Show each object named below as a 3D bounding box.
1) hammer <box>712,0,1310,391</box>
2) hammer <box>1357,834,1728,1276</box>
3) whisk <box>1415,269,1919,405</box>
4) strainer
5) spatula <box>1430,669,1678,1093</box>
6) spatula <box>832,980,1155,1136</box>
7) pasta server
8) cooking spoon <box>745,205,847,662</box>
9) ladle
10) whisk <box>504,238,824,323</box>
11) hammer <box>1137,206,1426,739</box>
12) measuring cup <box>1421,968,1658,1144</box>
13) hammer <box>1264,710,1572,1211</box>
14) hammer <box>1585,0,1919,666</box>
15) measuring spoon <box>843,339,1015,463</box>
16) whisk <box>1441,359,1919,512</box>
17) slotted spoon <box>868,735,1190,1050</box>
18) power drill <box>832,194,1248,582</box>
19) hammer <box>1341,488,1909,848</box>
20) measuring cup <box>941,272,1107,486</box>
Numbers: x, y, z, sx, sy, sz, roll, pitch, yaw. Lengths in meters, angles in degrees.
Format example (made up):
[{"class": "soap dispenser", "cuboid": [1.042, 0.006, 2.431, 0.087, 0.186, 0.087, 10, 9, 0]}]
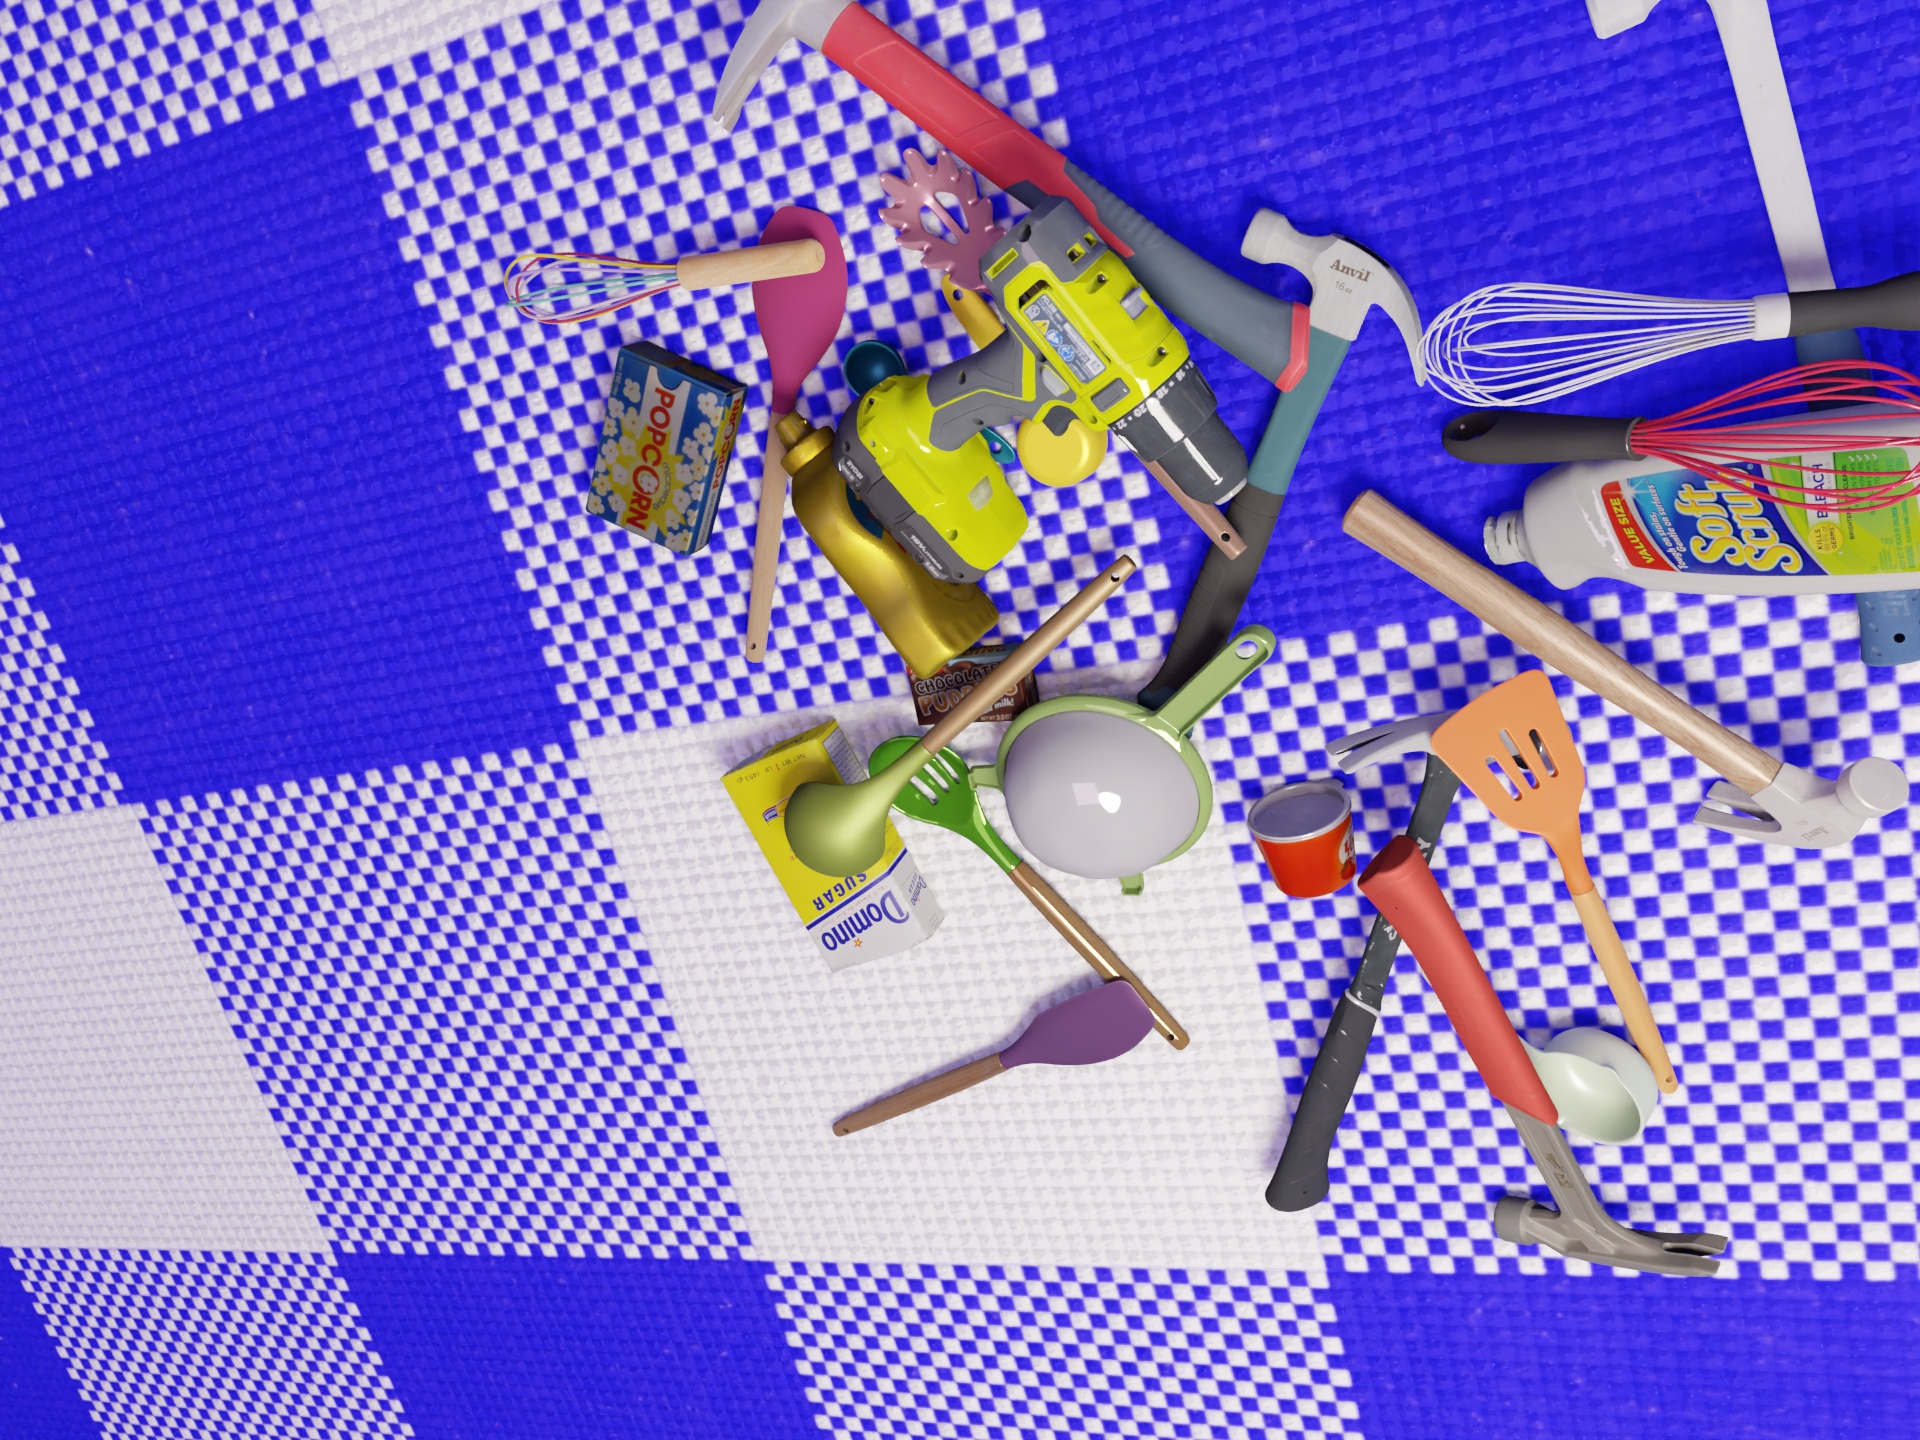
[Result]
[{"class": "hammer", "cuboid": [0.035, -0.305, 0.927, 0.386, 0.038, 0.143, 39, 101, 6]}, {"class": "hammer", "cuboid": [0.351, 0.217, 1.002, 0.149, 0.037, 0.358, -7, 123, 46]}, {"class": "whisk", "cuboid": [0.384, -0.205, 0.825, 0.284, 0.070, 0.070, -2, 111, 17]}, {"class": "strainer", "cuboid": [0.114, 0.031, 1.025, 0.151, 0.069, 0.256, 35, 134, -7]}, {"class": "spatula", "cuboid": [0.386, 0.116, 0.984, 0.081, 0.041, 0.322, -33, 116, -2]}, {"class": "spatula", "cuboid": [0.016, 0.270, 1.221, 0.316, 0.018, 0.059, -29, 105, 31]}, {"class": "pasta server", "cuboid": [0.066, -0.220, 0.971, 0.060, 0.040, 0.316, -41, 86, 14]}, {"class": "cooking spoon", "cuboid": [-0.124, -0.186, 1.087, 0.069, 0.017, 0.318, 16, 116, 14]}, {"class": "ladle", "cuboid": [-0.002, -0.003, 1.073, 0.078, 0.062, 0.320, 45, 109, -8]}, {"class": "whisk", "cuboid": [-0.202, -0.295, 1.050, 0.245, 0.051, 0.047, -1, 105, 23]}, {"class": "hammer", "cuboid": [0.182, -0.134, 0.984, 0.128, 0.033, 0.330, 25, 119, 11]}, {"class": "measuring cup", "cuboid": [0.383, 0.209, 1.053, 0.168, 0.038, 0.083, 40, 146, 22]}, {"class": "hammer", "cuboid": [0.266, 0.172, 1.048, 0.149, 0.036, 0.408, 2, 120, -15]}, {"class": "hammer", "cuboid": [0.458, -0.220, 0.839, 0.144, 0.035, 0.405, -16, 105, 26]}, {"class": "measuring spoon", "cuboid": [-0.017, -0.208, 1.042, 0.128, 0.021, 0.042, 32, 127, -4]}, {"class": "whisk", "cuboid": [0.368, -0.145, 0.819, 0.296, 0.073, 0.073, 16, 124, 56]}, {"class": "slotted spoon", "cuboid": [0.055, 0.125, 1.147, 0.313, 0.031, 0.070, 46, 120, -4]}, {"class": "power drill", "cuboid": [0.045, -0.172, 0.942, 0.190, 0.080, 0.228, 49, 139, -11]}, {"class": "hammer", "cuboid": [0.367, -0.032, 0.927, 0.331, 0.130, 0.031, 36, 76, 13]}, {"class": "measuring cup", "cuboid": [0.034, -0.215, 1.006, 0.062, 0.029, 0.156, -33, 100, 29]}]
